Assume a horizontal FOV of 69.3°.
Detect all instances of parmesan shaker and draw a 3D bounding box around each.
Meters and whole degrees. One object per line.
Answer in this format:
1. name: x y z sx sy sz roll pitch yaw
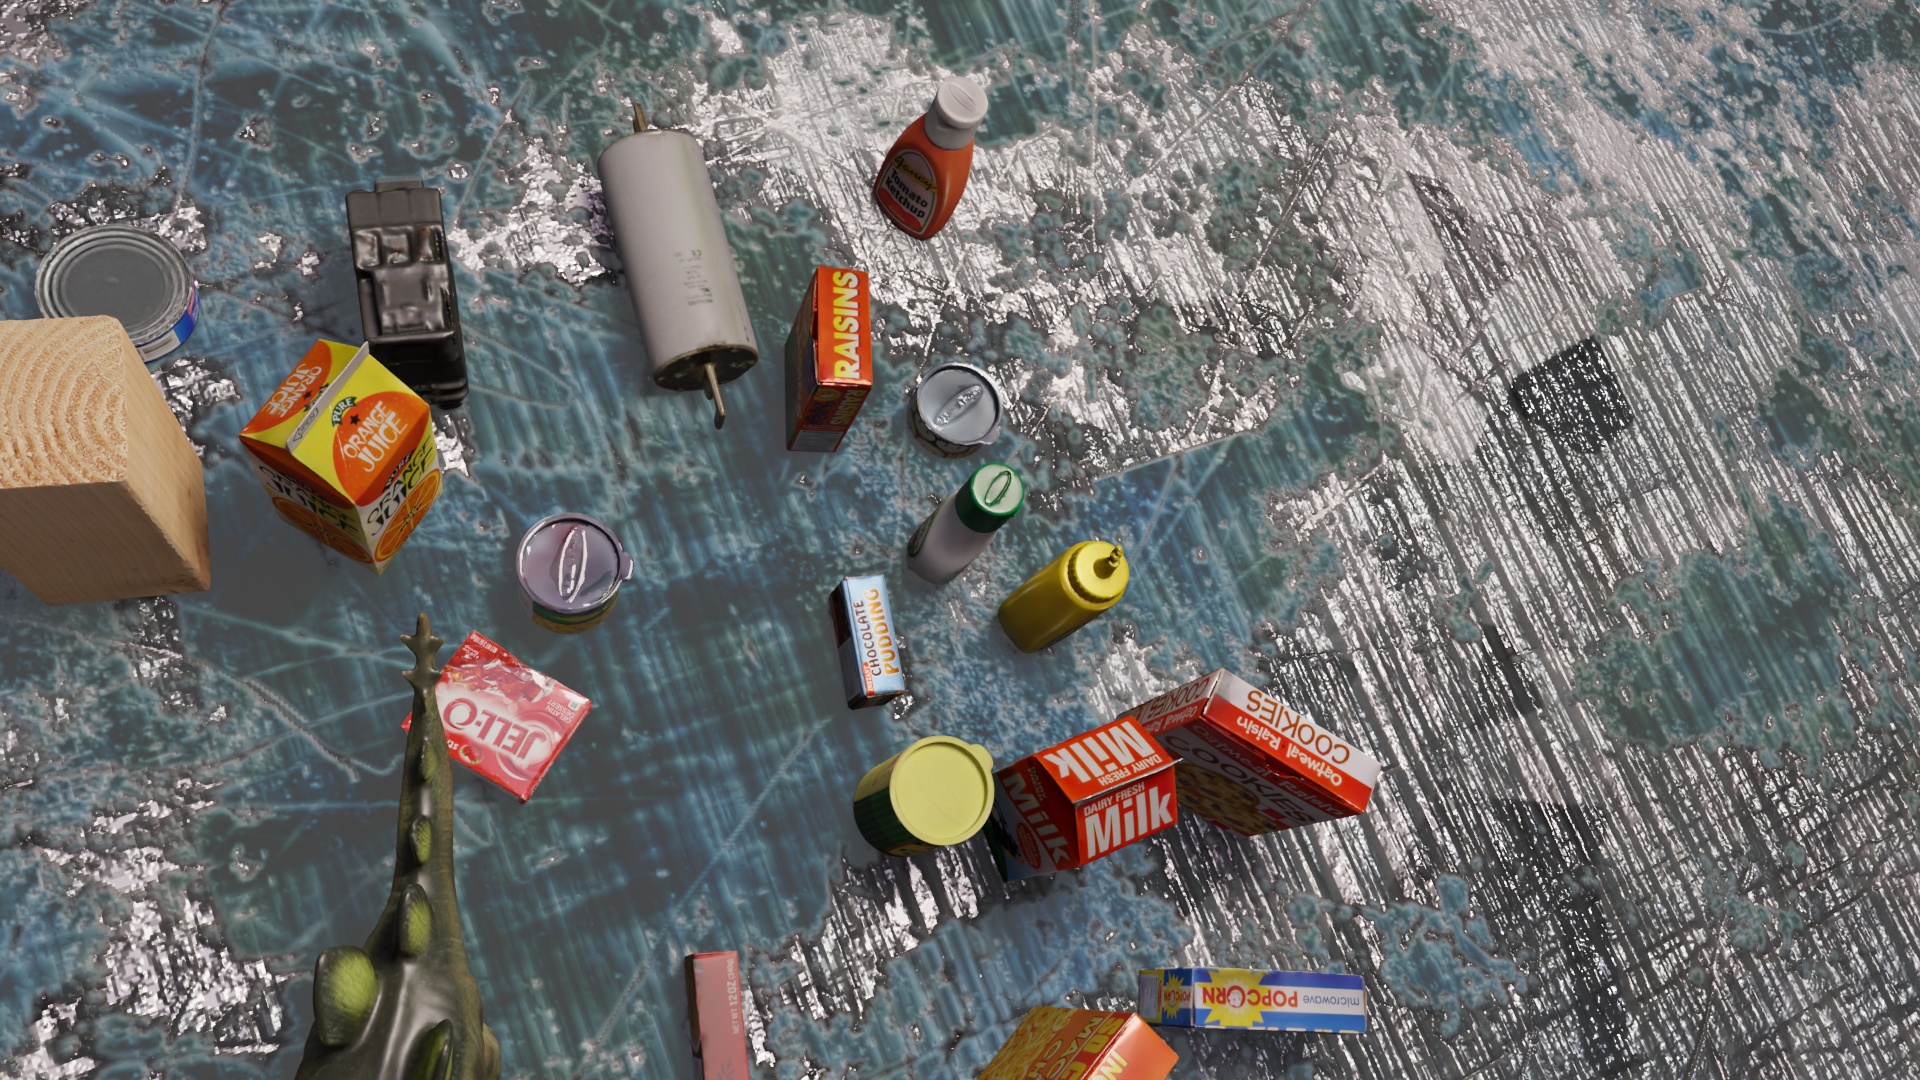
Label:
1. parmesan shaker: -0.023 0.165 0.893 0.071 0.102 0.071 5 71 -16

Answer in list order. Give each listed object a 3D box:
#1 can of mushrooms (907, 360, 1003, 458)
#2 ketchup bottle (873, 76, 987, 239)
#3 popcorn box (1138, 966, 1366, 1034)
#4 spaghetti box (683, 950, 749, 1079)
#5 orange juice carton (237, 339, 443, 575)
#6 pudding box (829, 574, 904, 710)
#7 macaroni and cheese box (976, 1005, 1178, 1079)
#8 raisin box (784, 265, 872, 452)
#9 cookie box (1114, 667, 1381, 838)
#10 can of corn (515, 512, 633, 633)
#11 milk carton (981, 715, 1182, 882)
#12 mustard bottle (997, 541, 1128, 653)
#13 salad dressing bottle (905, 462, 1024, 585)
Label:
1. can of mushrooms: -0.003 -0.094 1.023 0.071 0.033 0.071 5 71 -16
2. ketchup bottle: -0.019 -0.282 1.017 0.065 0.148 0.044 44 66 0
3. popcorn box: 0.193 0.307 0.925 0.127 0.085 0.038 8 71 -15
4. spaghetti box: -0.136 0.371 0.818 0.029 0.050 0.250 -3 74 -19
5. orange juice carton: -0.357 -0.051 0.809 0.073 0.192 0.072 32 66 -6
6. pudding box: -0.064 0.068 0.941 0.030 0.049 0.084 -6 75 -19
7. macaroni and cheese box: 0.047 0.338 0.824 0.040 0.166 0.124 44 66 0
8. raisin box: -0.093 -0.122 0.955 0.040 0.123 0.086 3 72 -17
9. cookie box: 0.181 0.148 0.929 0.123 0.167 0.040 31 67 -6
10. can of corn: -0.249 0.022 0.893 0.071 0.058 0.071 5 71 -16
11. milk carton: 0.072 0.163 0.876 0.072 0.190 0.073 -19 79 -22
12. mustard bottle: 0.076 0.034 0.937 0.065 0.159 0.049 -33 85 -24
13. salad dressing bottle: 0.003 -0.012 0.936 0.044 0.147 0.064 36 66 -4
